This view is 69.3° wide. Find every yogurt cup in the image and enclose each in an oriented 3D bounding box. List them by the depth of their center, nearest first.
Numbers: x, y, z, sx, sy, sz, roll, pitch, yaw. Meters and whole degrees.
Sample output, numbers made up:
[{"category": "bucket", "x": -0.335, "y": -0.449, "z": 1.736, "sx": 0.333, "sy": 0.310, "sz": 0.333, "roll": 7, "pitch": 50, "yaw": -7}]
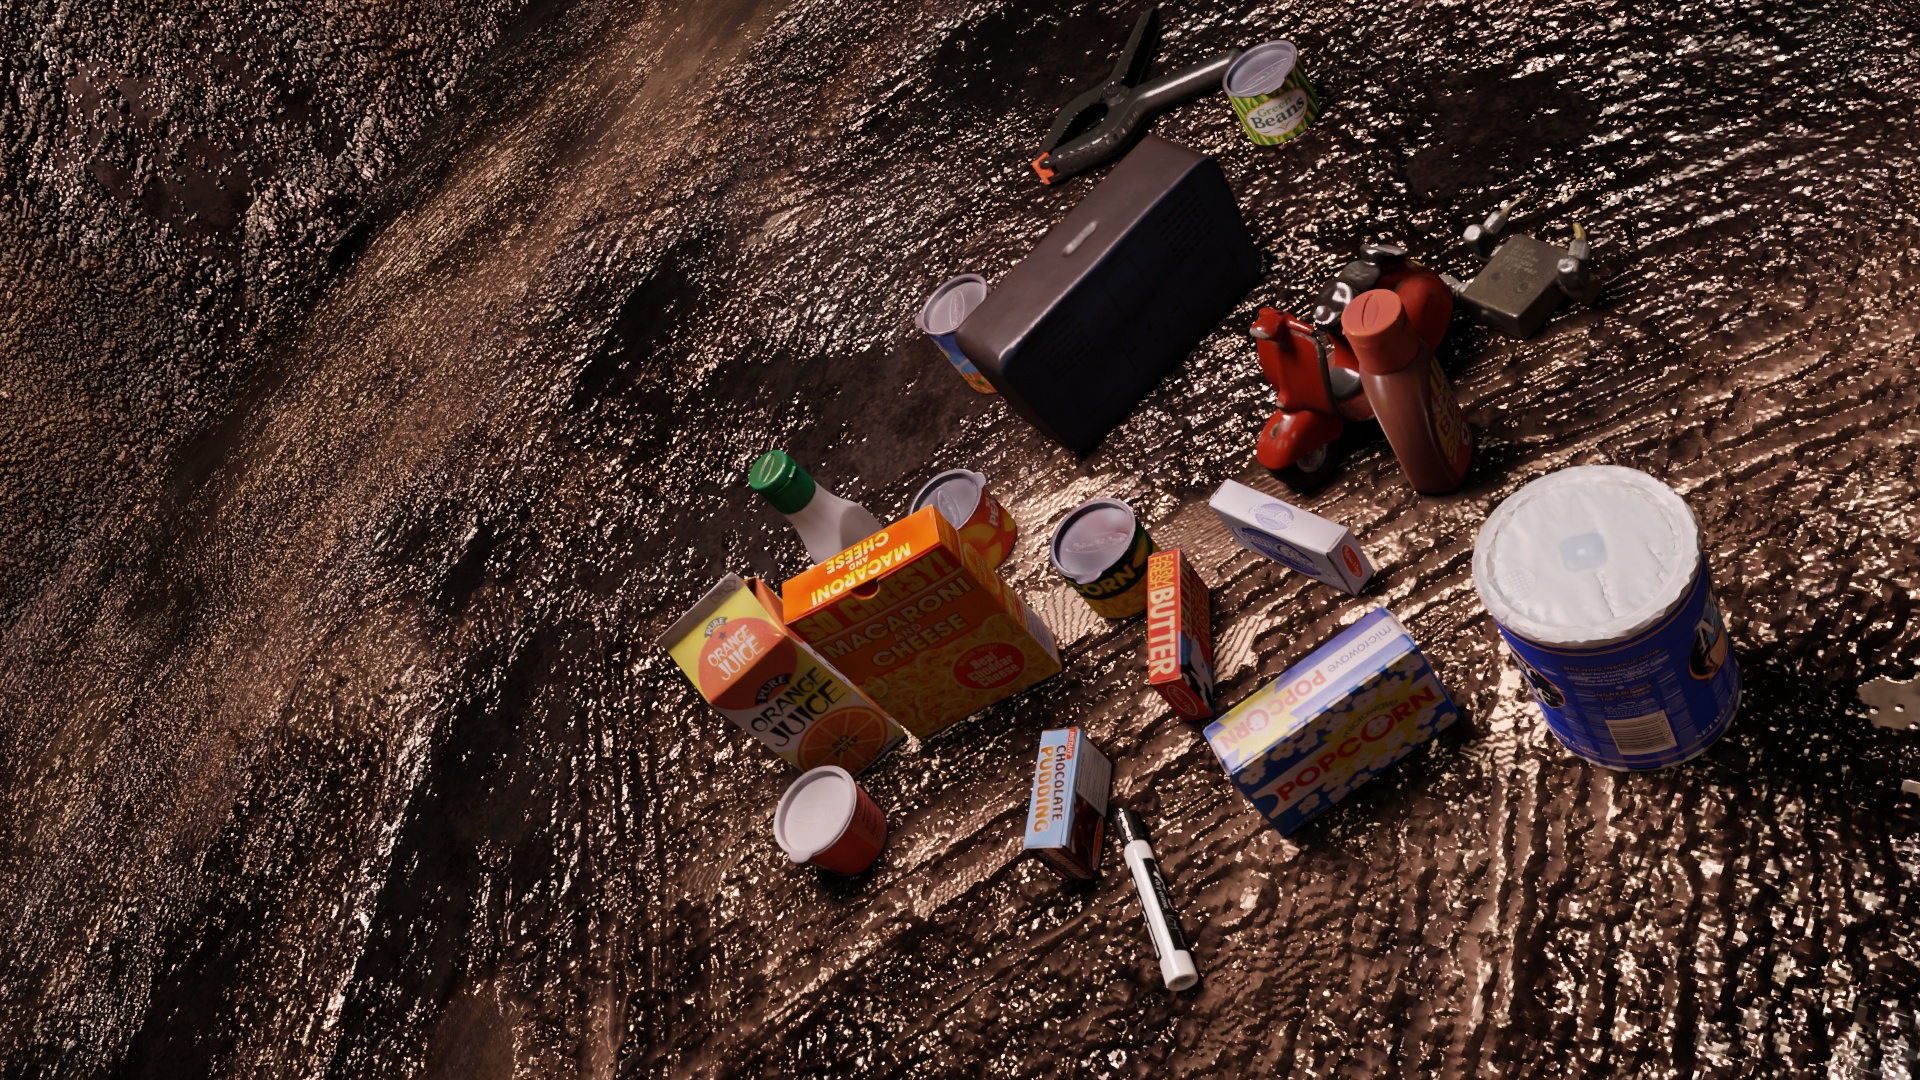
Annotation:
[{"category": "yogurt cup", "x": -0.088, "y": 0.199, "z": 0.972, "sx": 0.072, "sy": 0.053, "sz": 0.073, "roll": -21, "pitch": 46, "yaw": 23}]

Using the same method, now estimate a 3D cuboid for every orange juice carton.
[{"category": "orange juice carton", "x": -0.128, "y": 0.096, "z": 0.985, "sx": 0.072, "sy": 0.192, "sz": 0.073, "roll": -41, "pitch": 41, "yaw": 3}]

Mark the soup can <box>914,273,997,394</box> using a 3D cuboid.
[{"category": "soup can", "x": 0.013, "y": -0.174, "z": 1.184, "sx": 0.071, "sy": 0.083, "sz": 0.072, "roll": -21, "pitch": 46, "yaw": 23}]

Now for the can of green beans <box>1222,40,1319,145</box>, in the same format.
[{"category": "can of green beans", "x": 0.265, "y": -0.380, "z": 1.181, "sx": 0.071, "sy": 0.057, "sz": 0.071, "roll": -21, "pitch": 46, "yaw": 23}]

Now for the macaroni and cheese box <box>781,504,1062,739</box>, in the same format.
[{"category": "macaroni and cheese box", "x": -0.024, "y": 0.061, "z": 0.953, "sx": 0.123, "sy": 0.166, "sz": 0.040, "roll": -28, "pitch": 44, "yaw": 16}]

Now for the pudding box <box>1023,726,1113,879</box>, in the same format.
[{"category": "pudding box", "x": 0.069, "y": 0.166, "z": 0.881, "sx": 0.030, "sy": 0.049, "sz": 0.084, "roll": -12, "pitch": 50, "yaw": 31}]

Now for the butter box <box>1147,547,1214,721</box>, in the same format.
[{"category": "butter box", "x": 0.144, "y": 0.061, "z": 0.909, "sx": 0.024, "sy": 0.053, "sz": 0.104, "roll": -17, "pitch": 47, "yaw": 27}]

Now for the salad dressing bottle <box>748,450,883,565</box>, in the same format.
[{"category": "salad dressing bottle", "x": -0.108, "y": -0.015, "z": 1.096, "sx": 0.044, "sy": 0.147, "sz": 0.064, "roll": -7, "pitch": 53, "yaw": 34}]

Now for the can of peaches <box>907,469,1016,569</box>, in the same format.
[{"category": "can of peaches", "x": 0.004, "y": -0.013, "z": 1.076, "sx": 0.071, "sy": 0.058, "sz": 0.071, "roll": -21, "pitch": 46, "yaw": 23}]

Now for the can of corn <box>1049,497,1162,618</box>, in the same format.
[{"category": "can of corn", "x": 0.105, "y": 0.015, "z": 0.974, "sx": 0.071, "sy": 0.058, "sz": 0.071, "roll": -21, "pitch": 46, "yaw": 23}]

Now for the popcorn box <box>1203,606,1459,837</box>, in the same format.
[{"category": "popcorn box", "x": 0.213, "y": 0.105, "z": 0.795, "sx": 0.126, "sy": 0.085, "sz": 0.038, "roll": -37, "pitch": 42, "yaw": 7}]

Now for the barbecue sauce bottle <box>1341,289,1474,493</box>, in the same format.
[{"category": "barbecue sauce bottle", "x": 0.278, "y": -0.094, "z": 0.864, "sx": 0.043, "sy": 0.148, "sz": 0.065, "roll": -6, "pitch": 53, "yaw": 35}]

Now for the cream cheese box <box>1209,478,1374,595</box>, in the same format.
[{"category": "cream cheese box", "x": 0.215, "y": -0.003, "z": 0.907, "sx": 0.024, "sy": 0.053, "sz": 0.104, "roll": -51, "pitch": 42, "yaw": -9}]
